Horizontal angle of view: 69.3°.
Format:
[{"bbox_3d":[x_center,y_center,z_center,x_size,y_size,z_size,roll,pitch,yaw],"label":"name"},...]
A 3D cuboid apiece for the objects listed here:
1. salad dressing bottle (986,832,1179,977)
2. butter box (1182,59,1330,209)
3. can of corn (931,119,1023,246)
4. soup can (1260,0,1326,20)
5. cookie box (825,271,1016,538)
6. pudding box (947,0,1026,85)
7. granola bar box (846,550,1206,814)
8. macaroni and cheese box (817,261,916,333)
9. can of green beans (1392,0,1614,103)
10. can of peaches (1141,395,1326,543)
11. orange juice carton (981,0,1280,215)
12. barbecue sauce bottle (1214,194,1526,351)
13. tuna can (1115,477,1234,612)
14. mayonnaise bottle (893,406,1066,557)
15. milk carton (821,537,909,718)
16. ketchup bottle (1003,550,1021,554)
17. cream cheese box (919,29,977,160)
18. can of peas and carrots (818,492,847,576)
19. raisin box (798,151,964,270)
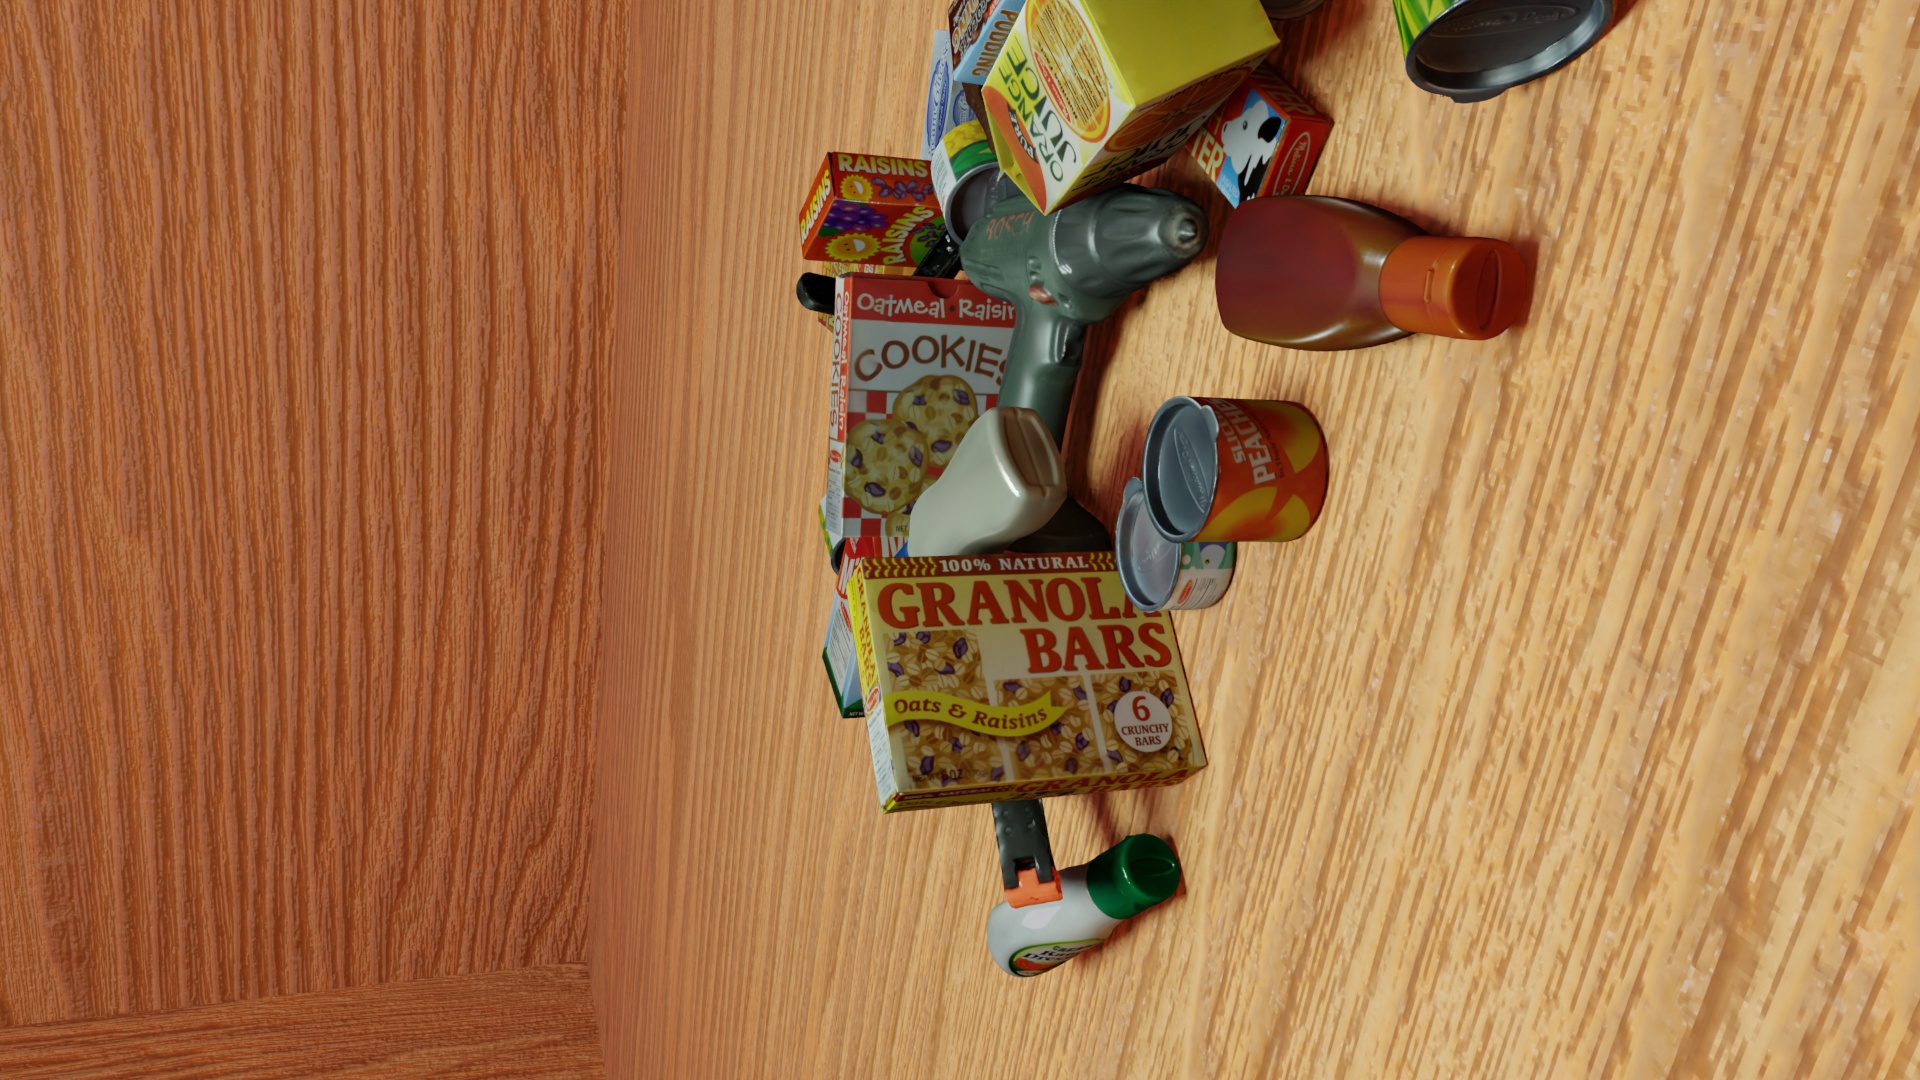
[{"bbox_3d":[0.067,0.204,0.774,0.147,0.064,0.044,-48,44,49],"label":"salad dressing bottle"},{"bbox_3d":[0.131,-0.196,0.650,0.104,0.024,0.052,-112,29,-44],"label":"butter box"},{"bbox_3d":[0.020,-0.224,0.877,0.058,0.071,0.070,-105,25,-45],"label":"can of corn"},{"bbox_3d":[0.120,-0.266,0.614,0.084,0.071,0.071,-138,51,-62],"label":"soup can"},{"bbox_3d":[-0.021,-0.086,0.903,0.040,0.123,0.167,-158,69,-67],"label":"cookie box"},{"bbox_3d":[0.022,-0.295,0.768,0.083,0.030,0.050,144,124,-64],"label":"pudding box"},{"bbox_3d":[0.032,0.069,0.713,0.039,0.166,0.124,125,139,-57],"label":"granola bar box"},{"bbox_3d":[-0.073,-0.220,1.149,0.167,0.040,0.123,-135,48,-60],"label":"macaroni and cheese box"},{"bbox_3d":[0.179,-0.194,0.470,0.071,0.071,0.058,141,126,-63],"label":"can of green beans"},{"bbox_3d":[0.123,-0.033,0.626,0.071,0.058,0.071,-178,89,-69],"label":"can of peaches"},{"bbox_3d":[0.066,-0.209,0.639,0.073,0.072,0.192,63,170,-1],"label":"orange juice carton"},{"bbox_3d":[0.159,-0.105,0.556,0.149,0.044,0.064,-148,60,-64],"label":"barbecue sauce bottle"},{"bbox_3d":[0.107,0.001,0.701,0.071,0.033,0.071,-179,89,-68],"label":"tuna can"},{"bbox_3d":[0.003,-0.009,0.757,0.147,0.041,0.065,-48,52,48],"label":"mayonnaise bottle"},{"bbox_3d":[-0.049,0.041,1.047,0.074,0.072,0.189,-116,32,-47],"label":"milk carton"},{"bbox_3d":[0.043,0.029,0.852,0.148,0.043,0.064,173,92,-68],"label":"ketchup bottle"},{"bbox_3d":[-0.006,-0.312,0.999,0.053,0.024,0.103,-132,47,-62],"label":"cream cheese box"},{"bbox_3d":[-0.078,-0.007,1.132,0.059,0.071,0.070,-111,29,-42],"label":"can of peas and carrots"},{"bbox_3d":[-0.041,-0.225,0.953,0.086,0.123,0.040,140,126,-63],"label":"raisin box"}]
